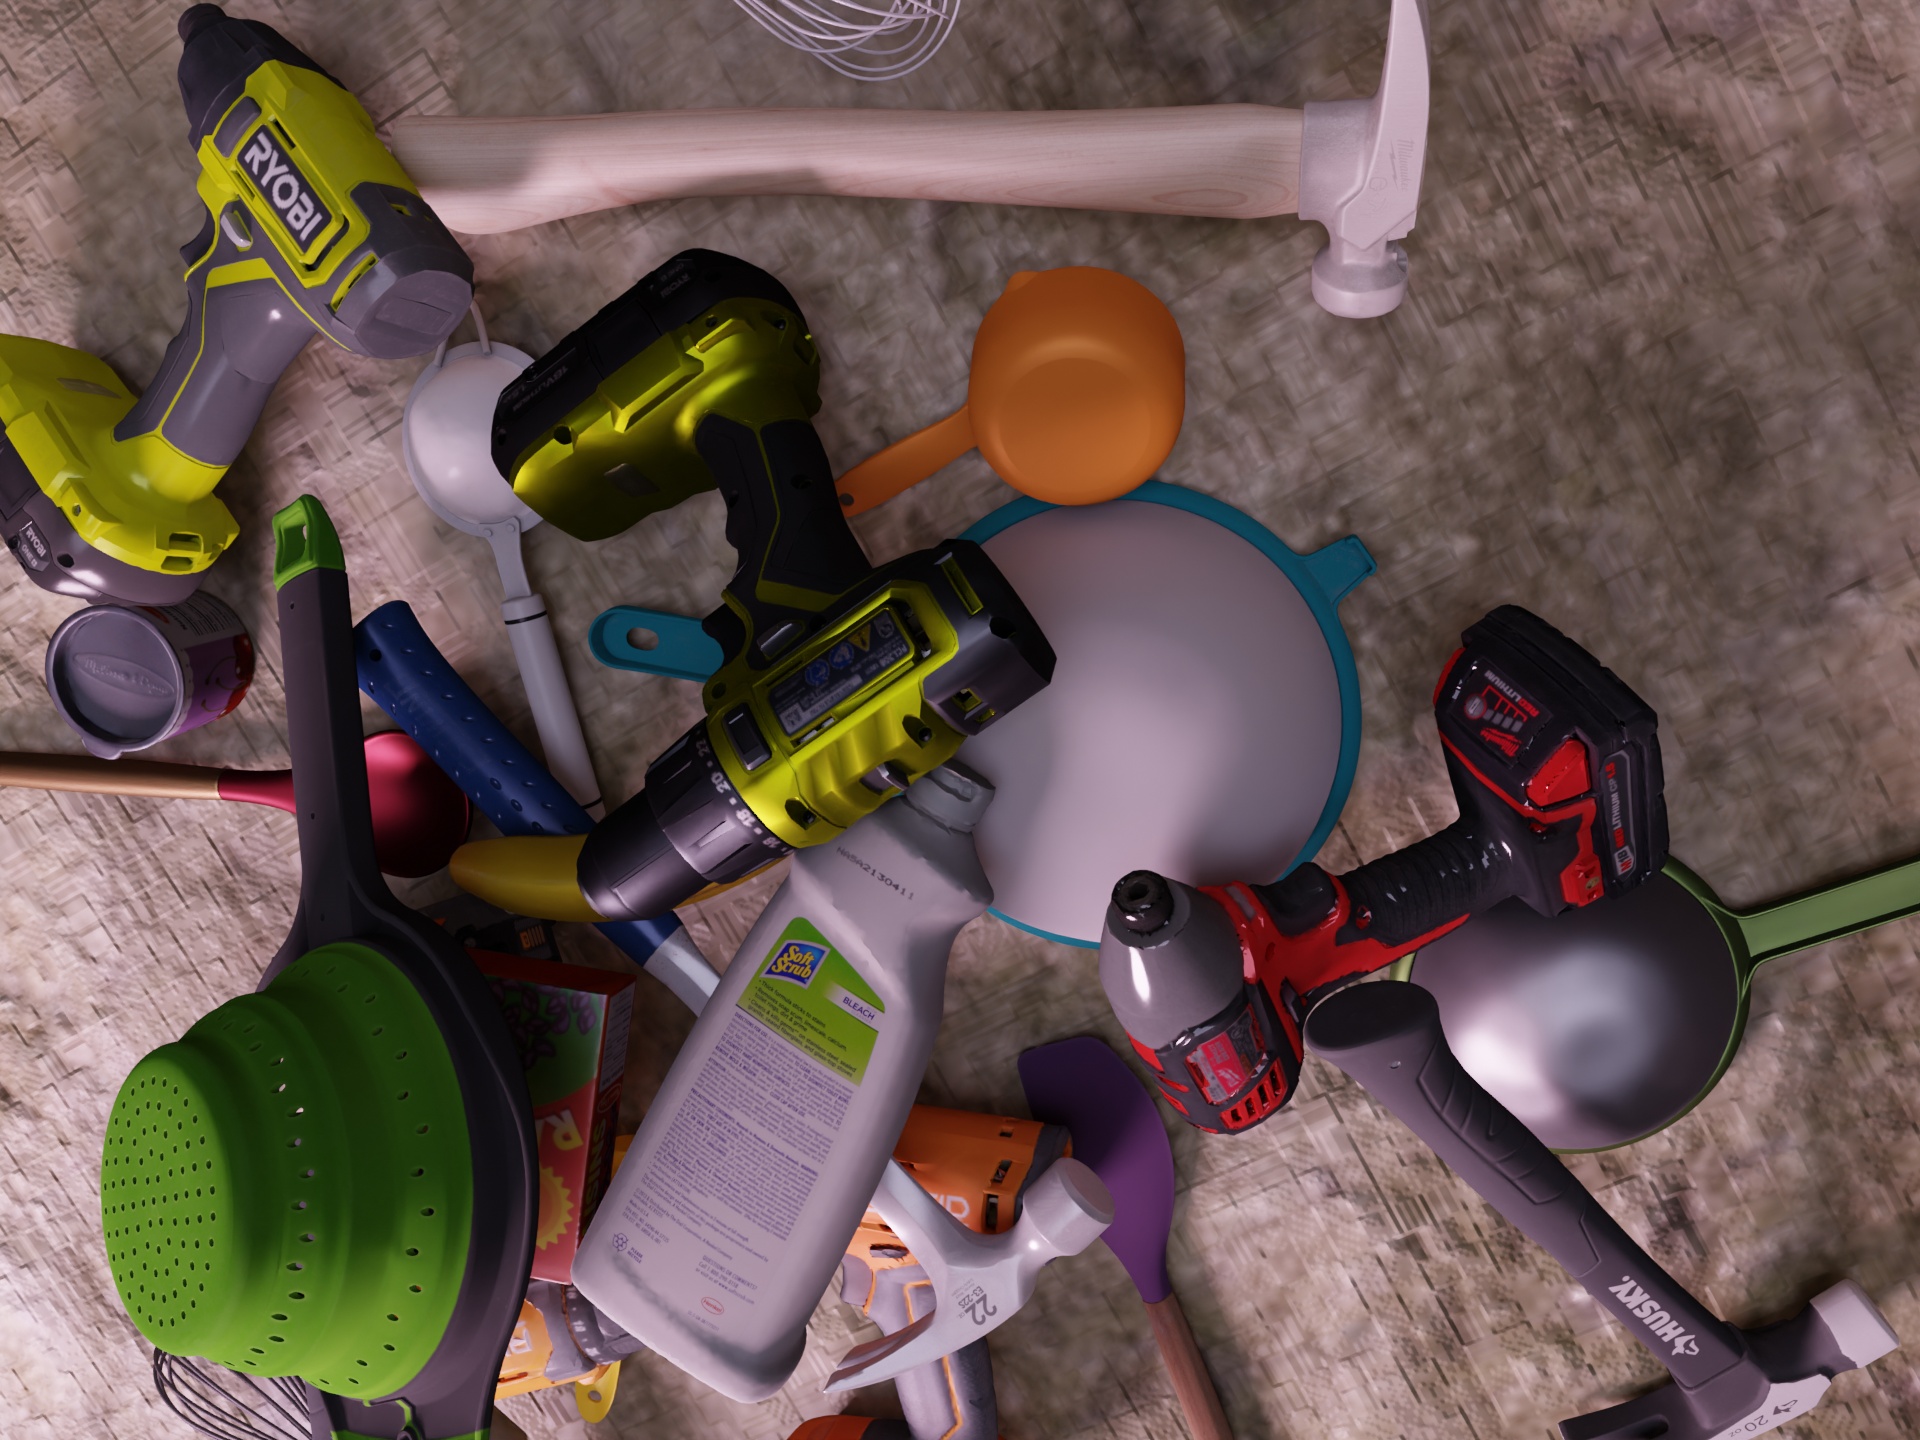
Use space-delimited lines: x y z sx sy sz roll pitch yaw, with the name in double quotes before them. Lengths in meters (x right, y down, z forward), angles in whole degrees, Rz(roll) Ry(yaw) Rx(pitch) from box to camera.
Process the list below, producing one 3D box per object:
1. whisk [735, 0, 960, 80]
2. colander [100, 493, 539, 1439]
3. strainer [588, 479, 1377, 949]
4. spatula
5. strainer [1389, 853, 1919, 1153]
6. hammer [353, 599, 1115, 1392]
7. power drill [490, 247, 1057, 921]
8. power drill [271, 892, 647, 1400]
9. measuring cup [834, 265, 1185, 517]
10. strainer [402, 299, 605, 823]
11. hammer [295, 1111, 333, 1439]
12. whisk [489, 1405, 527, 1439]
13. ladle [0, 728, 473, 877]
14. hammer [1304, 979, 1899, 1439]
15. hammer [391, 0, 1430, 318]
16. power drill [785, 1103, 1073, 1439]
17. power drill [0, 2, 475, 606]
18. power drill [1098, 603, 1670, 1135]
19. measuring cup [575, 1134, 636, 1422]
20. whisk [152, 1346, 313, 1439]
"whisk" -0.128 -0.335 0.629 0.284 0.070 0.070 27 105 6
"colander" -0.273 0.095 0.622 0.204 0.094 0.397 -20 75 37
"strainer" -0.001 -0.002 0.661 0.340 0.095 0.211 10 104 5
"spatula" 0.104 0.293 0.751 0.060 0.018 0.316 -18 99 20
"strainer" 0.307 0.107 0.653 0.256 0.069 0.151 -22 99 14
"hammer" -0.125 0.109 0.686 0.405 0.035 0.144 45 102 6
"power drill" -0.094 -0.051 0.611 0.190 0.080 0.229 -34 63 9
"power drill" -0.200 0.190 0.722 0.185 0.084 0.226 -18 88 12
"measuring cup" 0.011 -0.112 0.646 0.173 0.052 0.095 -25 123 21
"strainer" -0.197 -0.057 0.708 0.087 0.050 0.258 -8 105 19
"hammer" -0.306 0.397 0.787 0.149 0.036 0.409 -4 91 -12
"whisk" -0.217 0.366 0.782 0.059 0.058 0.246 -37 103 22
"ladle" -0.374 0.030 0.759 0.315 0.031 0.069 4 95 9
"hammer" 0.243 0.209 0.642 0.146 0.035 0.334 -39 117 16
"hammer" -0.031 -0.228 0.616 0.410 0.038 0.146 4 143 11
"power drill" -0.037 0.285 0.740 0.164 0.084 0.226 6 100 13
"power drill" -0.320 -0.170 0.663 0.223 0.080 0.171 -42 77 18
"power drill" 0.154 0.060 0.609 0.219 0.079 0.143 -33 134 -2
"measuring cup" -0.169 0.275 0.784 0.062 0.029 0.156 13 107 5
"whisk" -0.319 0.383 0.823 0.239 0.055 0.055 40 105 -6
